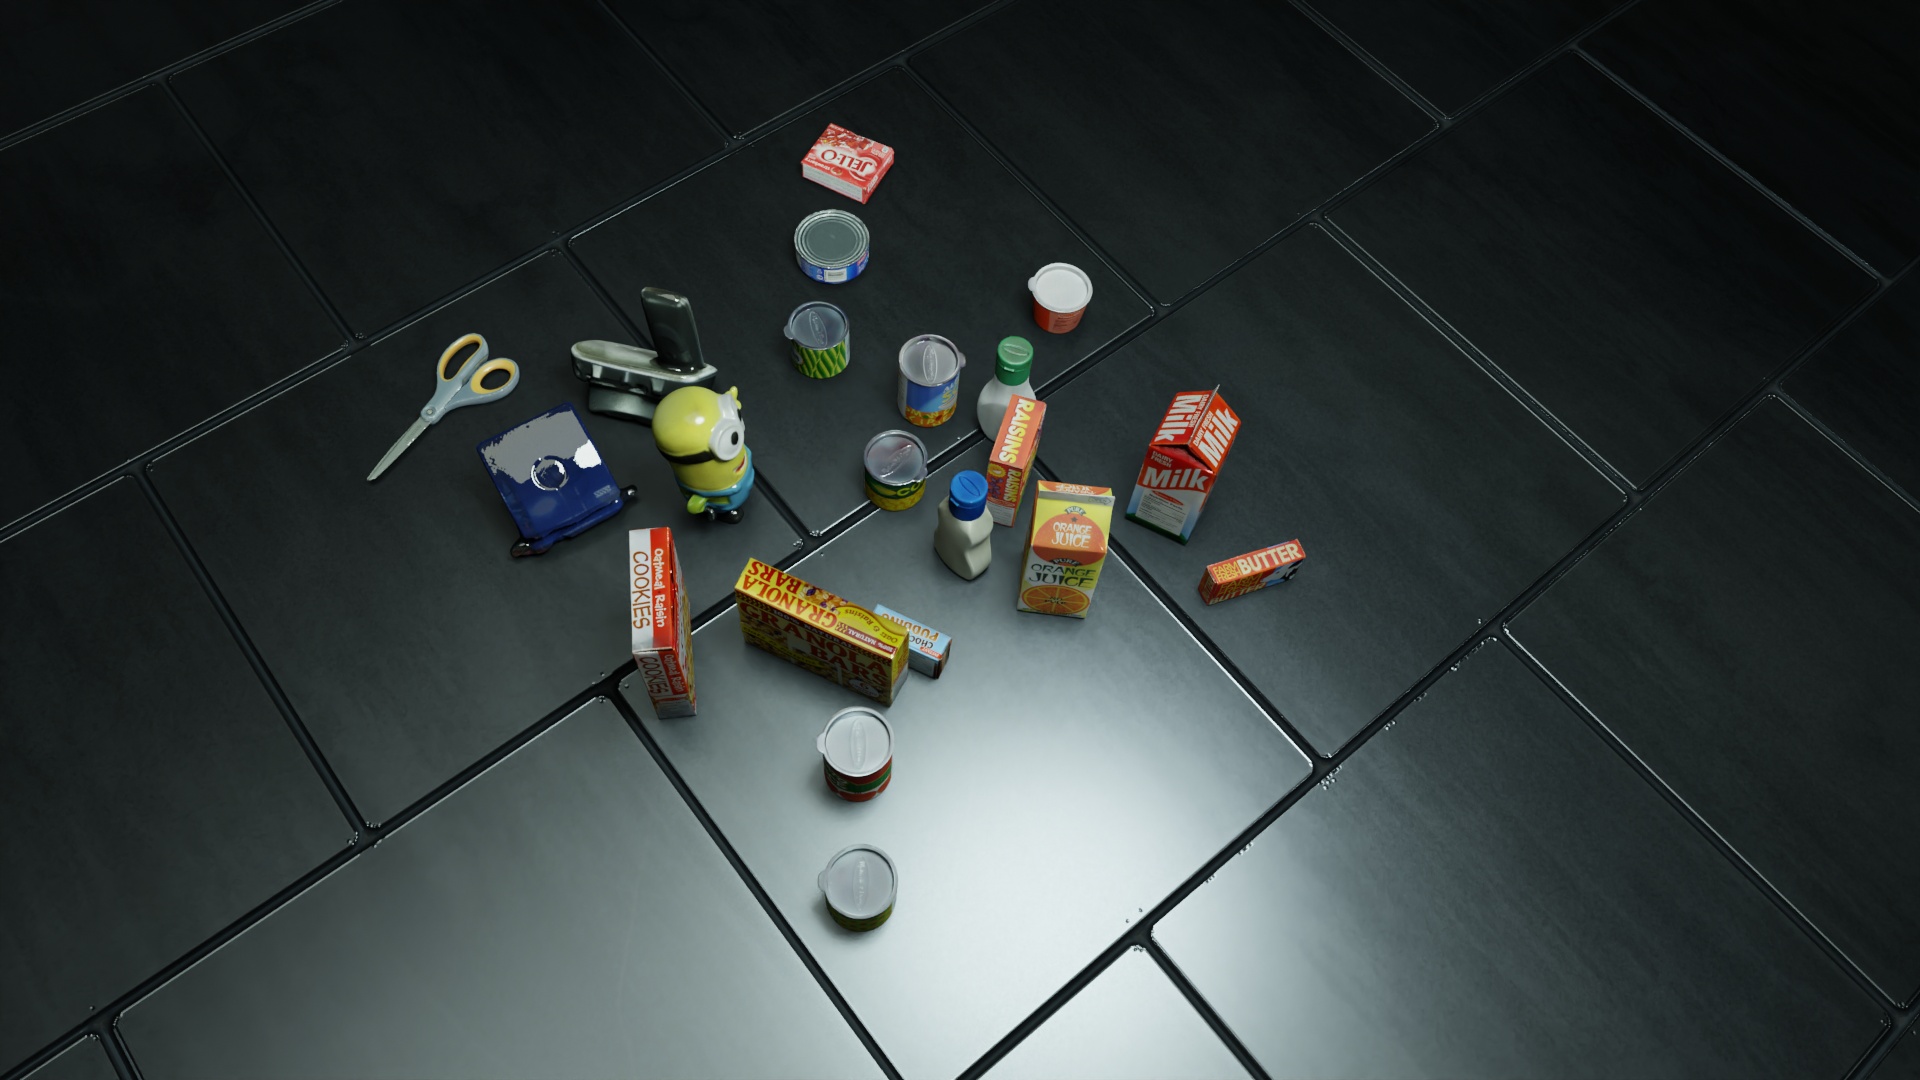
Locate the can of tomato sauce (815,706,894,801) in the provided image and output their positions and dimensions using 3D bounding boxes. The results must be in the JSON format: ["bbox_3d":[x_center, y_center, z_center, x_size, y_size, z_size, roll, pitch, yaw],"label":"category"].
[{"bbox_3d":[-0.097,0.201,1.293,0.071,0.082,0.071,2,62,-3],"label":"can of tomato sauce"}]

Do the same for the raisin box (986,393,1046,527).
[{"bbox_3d":[0.054,-0.081,1.430,0.040,0.122,0.086,17,62,5],"label":"raisin box"}]

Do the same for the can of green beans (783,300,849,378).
[{"bbox_3d":[-0.155,-0.220,1.528,0.071,0.057,0.071,2,62,-3],"label":"can of green beans"}]

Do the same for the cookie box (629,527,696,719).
[{"bbox_3d":[-0.277,0.080,1.298,0.040,0.166,0.123,-6,63,-7],"label":"cookie box"}]

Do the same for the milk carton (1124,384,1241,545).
[{"bbox_3d":[0.227,-0.080,1.404,0.073,0.189,0.072,25,64,9],"label":"milk carton"}]

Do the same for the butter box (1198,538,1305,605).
[{"bbox_3d":[0.298,0.033,1.426,0.104,0.053,0.024,-16,64,-12],"label":"butter box"}]

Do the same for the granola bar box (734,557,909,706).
[{"bbox_3d":[-0.132,0.090,1.326,0.166,0.123,0.039,23,63,9],"label":"granola bar box"}]

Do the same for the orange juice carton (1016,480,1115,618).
[{"bbox_3d":[0.101,0.001,1.350,0.072,0.191,0.073,7,62,0],"label":"orange juice carton"}]

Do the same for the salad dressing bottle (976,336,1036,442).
[{"bbox_3d":[0.052,-0.157,1.457,0.064,0.147,0.044,18,63,6],"label":"salad dressing bottle"}]

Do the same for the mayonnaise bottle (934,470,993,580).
[{"bbox_3d":[0.005,-0.017,1.379,0.041,0.147,0.065,-38,71,-20],"label":"mayonnaise bottle"}]

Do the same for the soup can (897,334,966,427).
[{"bbox_3d":[-0.032,-0.171,1.495,0.071,0.083,0.071,2,62,-3],"label":"soup can"}]

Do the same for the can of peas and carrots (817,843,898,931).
[{"bbox_3d":[-0.092,0.313,1.247,0.071,0.058,0.071,2,62,-3],"label":"can of peas and carrots"}]

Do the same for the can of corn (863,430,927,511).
[{"bbox_3d":[-0.066,-0.071,1.454,0.071,0.058,0.071,2,62,-3],"label":"can of corn"}]

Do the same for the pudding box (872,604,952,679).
[{"bbox_3d":[-0.053,0.100,1.368,0.084,0.049,0.030,24,63,9],"label":"pudding box"}]

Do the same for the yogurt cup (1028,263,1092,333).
[{"bbox_3d":[0.112,-0.272,1.576,0.072,0.053,0.073,2,62,-3],"label":"yogurt cup"}]
